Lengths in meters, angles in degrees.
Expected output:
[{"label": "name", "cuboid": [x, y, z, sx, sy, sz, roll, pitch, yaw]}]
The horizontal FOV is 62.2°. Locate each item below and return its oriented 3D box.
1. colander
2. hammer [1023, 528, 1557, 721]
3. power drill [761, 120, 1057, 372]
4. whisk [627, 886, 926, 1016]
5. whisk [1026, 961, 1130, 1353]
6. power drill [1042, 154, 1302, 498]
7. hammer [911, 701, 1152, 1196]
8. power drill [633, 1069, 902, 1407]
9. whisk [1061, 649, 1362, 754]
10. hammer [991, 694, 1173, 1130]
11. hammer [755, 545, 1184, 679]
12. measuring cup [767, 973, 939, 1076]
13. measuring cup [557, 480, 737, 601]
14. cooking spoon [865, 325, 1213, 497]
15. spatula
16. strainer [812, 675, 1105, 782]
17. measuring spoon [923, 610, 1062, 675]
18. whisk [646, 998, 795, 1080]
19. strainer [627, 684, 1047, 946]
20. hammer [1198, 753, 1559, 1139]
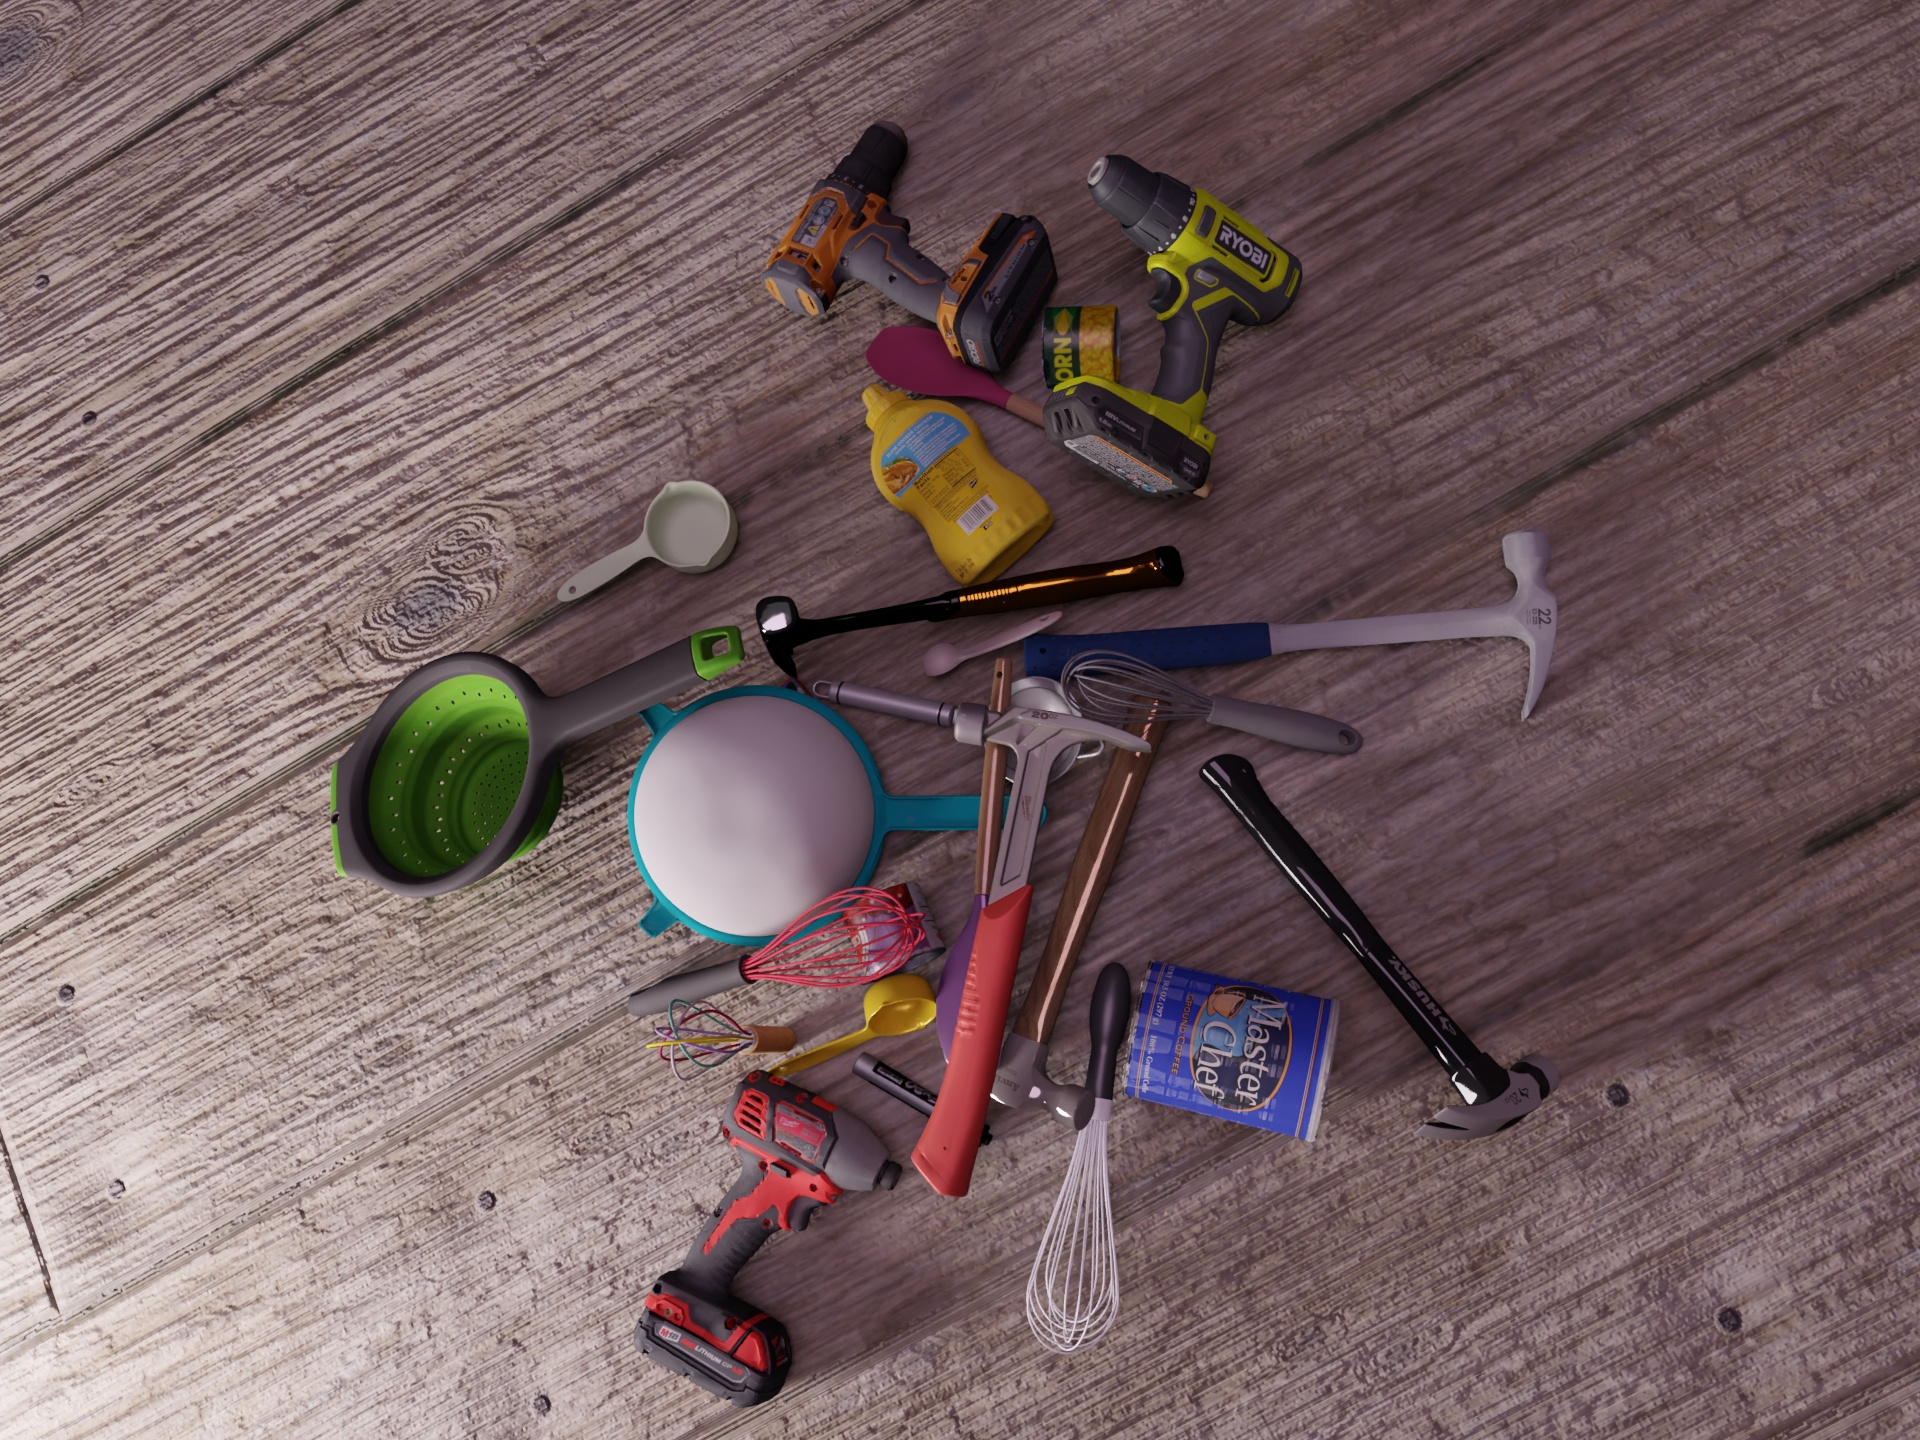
[{"label": "colander", "cuboid": [-0.323, 0.024, 1.277, 0.397, 0.094, 0.205, -23, 63, 18]}, {"label": "hammer", "cuboid": [0.252, -0.058, 1.235, 0.405, 0.035, 0.144, -4, 78, 11]}, {"label": "power drill", "cuboid": [-0.032, -0.405, 1.339, 0.226, 0.084, 0.185, 24, 76, 20]}, {"label": "whisk", "cuboid": [-0.148, 0.186, 1.217, 0.296, 0.073, 0.073, -21, 75, 31]}, {"label": "whisk", "cuboid": [0.096, 0.322, 1.184, 0.070, 0.070, 0.285, 6, 76, 12]}, {"label": "power drill", "cuboid": [0.152, -0.307, 1.235, 0.190, 0.080, 0.228, 26, 79, -24]}, {"label": "hammer", "cuboid": [0.036, 0.169, 1.174, 0.149, 0.036, 0.359, 11, 82, 9]}, {"label": "power drill", "cuboid": [-0.143, 0.393, 1.209, 0.143, 0.078, 0.220, 22, 81, 14]}, {"label": "whisk", "cuboid": [0.191, -0.007, 1.210, 0.239, 0.055, 0.055, 13, 82, -4]}, {"label": "hammer", "cuboid": [0.091, 0.135, 1.219, 0.130, 0.031, 0.331, 13, 76, 34]}, {"label": "hammer", "cuboid": [0.010, -0.092, 1.270, 0.337, 0.127, 0.034, -10, 76, -1]}, {"label": "measuring cup", "cuboid": [-0.089, 0.240, 1.245, 0.156, 0.062, 0.029, -27, 53, 17]}, {"label": "measuring cup", "cuboid": [-0.266, -0.141, 1.356, 0.167, 0.038, 0.083, -28, 75, 7]}, {"label": "cooking spoon", "cuboid": [0.063, -0.254, 1.319, 0.319, 0.017, 0.069, 27, 66, 15]}, {"label": "spatula", "cuboid": [0.018, 0.108, 1.216, 0.060, 0.018, 0.316, 1, 81, 28]}, {"label": "strainer", "cuboid": [-0.002, -0.004, 1.274, 0.258, 0.050, 0.087, 12, 90, 19]}, {"label": "measuring spoon", "cuboid": [0.023, -0.068, 1.273, 0.124, 0.034, 0.018, -21, 116, 18]}, {"label": "whisk", "cuboid": [-0.167, 0.231, 1.154, 0.047, 0.244, 0.051, -37, 74, 2]}, {"label": "strainer", "cuboid": [-0.104, 0.075, 1.237, 0.340, 0.095, 0.211, -1, 89, 6]}, {"label": "hammer", "cuboid": [0.285, 0.156, 1.155, 0.335, 0.146, 0.035, 53, 129, 23]}]
